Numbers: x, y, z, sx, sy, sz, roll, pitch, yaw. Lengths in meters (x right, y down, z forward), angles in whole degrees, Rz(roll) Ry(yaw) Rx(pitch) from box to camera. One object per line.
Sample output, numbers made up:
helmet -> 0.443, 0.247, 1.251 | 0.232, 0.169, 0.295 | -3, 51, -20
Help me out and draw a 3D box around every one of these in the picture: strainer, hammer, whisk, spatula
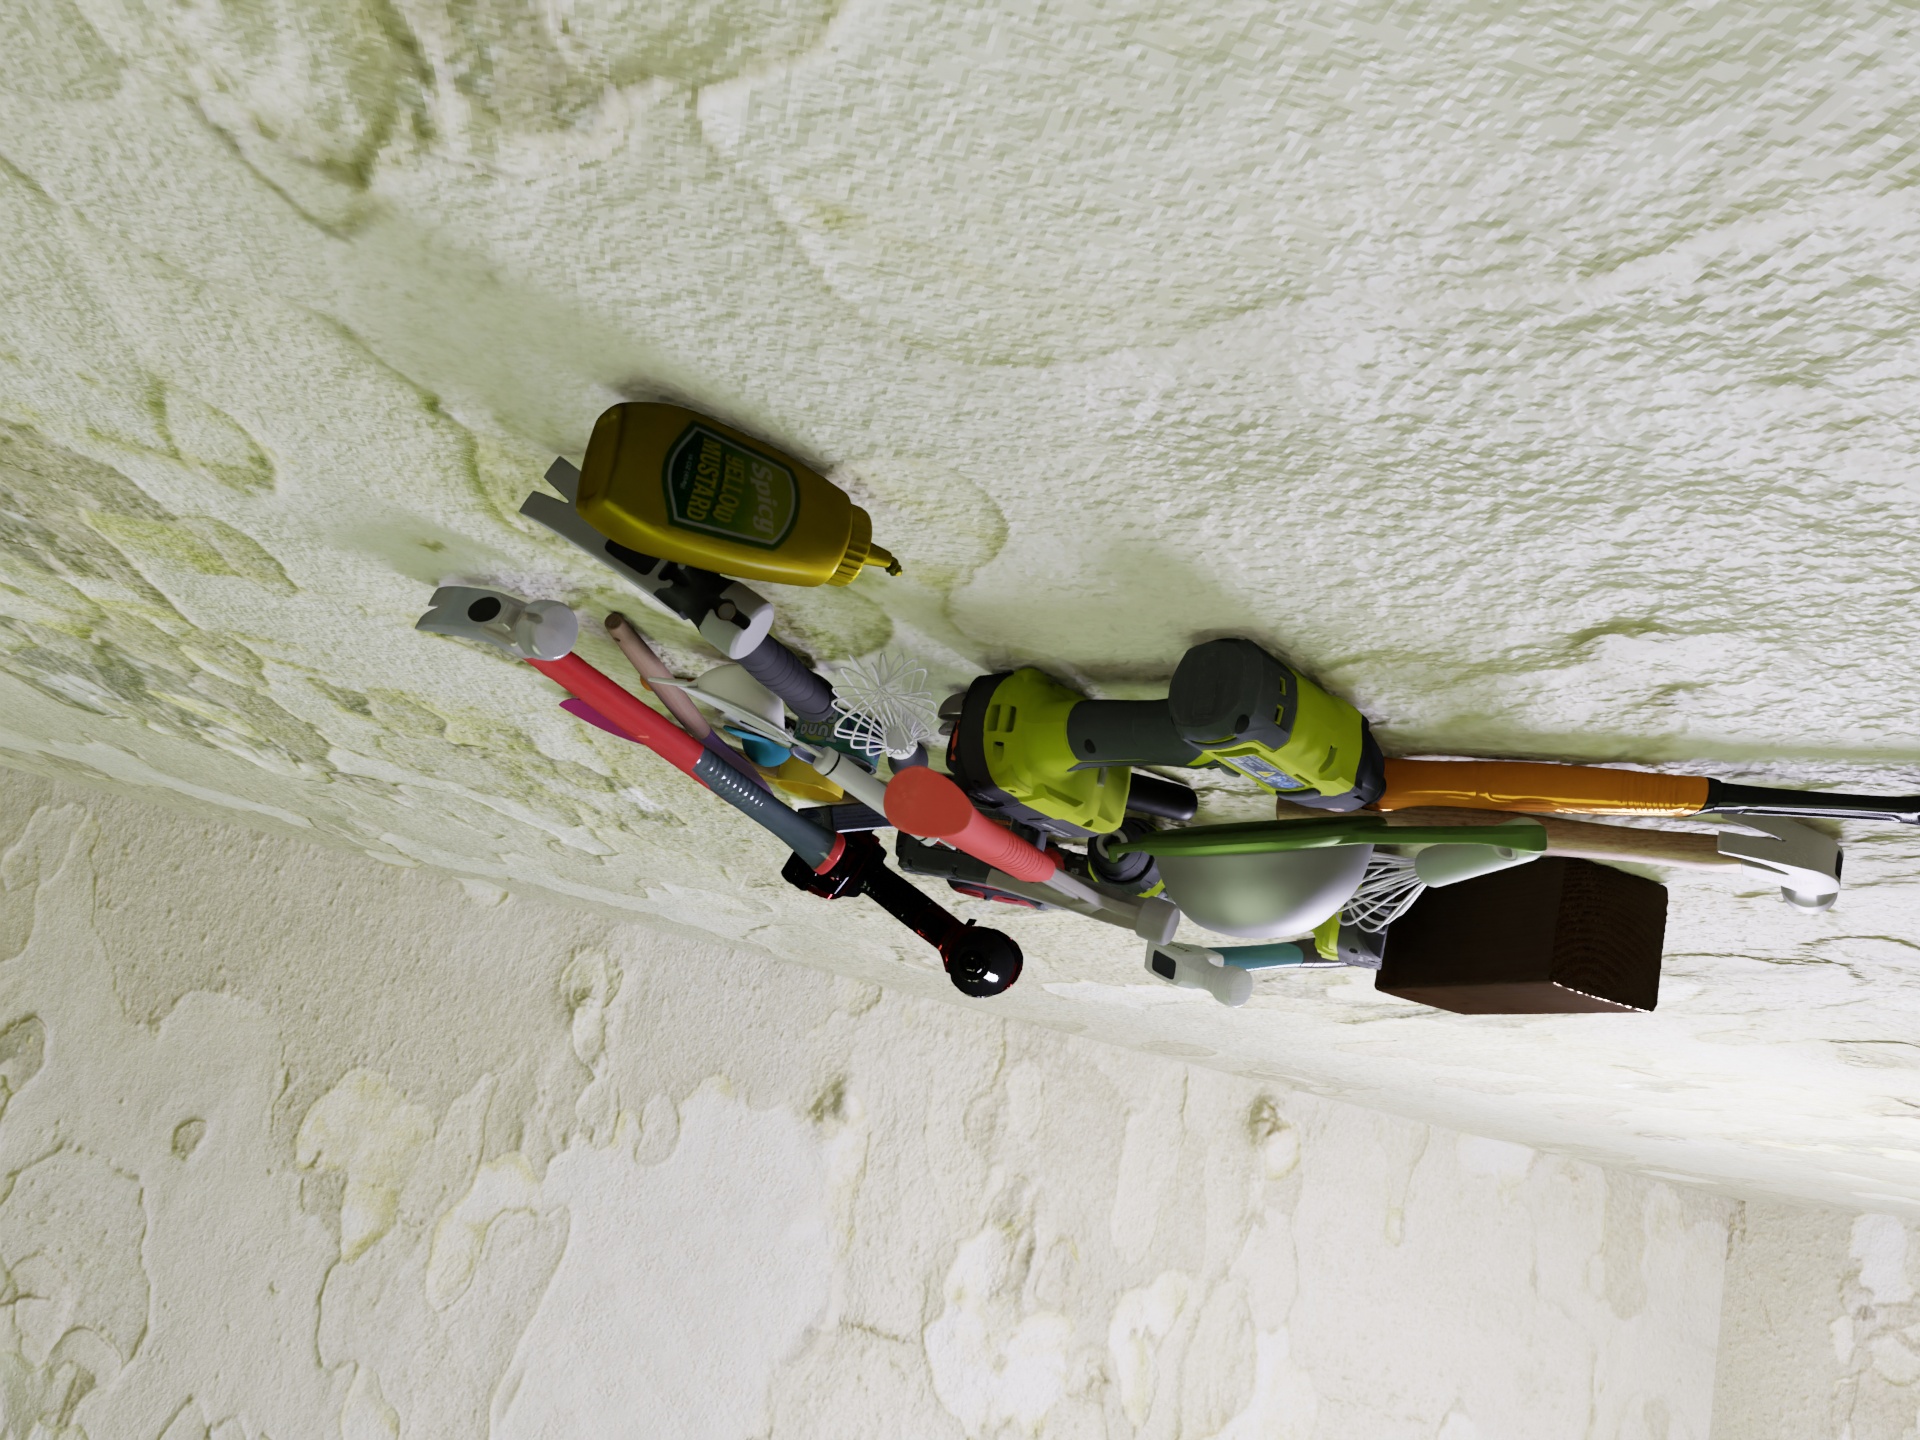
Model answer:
strainer -> -0.099, 0.022, 1.102 | 0.258, 0.050, 0.087 | 36, 169, -25
hammer -> 0.358, 0.070, 0.986 | 0.331, 0.031, 0.130 | 5, 163, 29
hammer -> 0.368, 0.038, 0.856 | 0.337, 0.034, 0.127 | 2, 162, 37
hammer -> 0.028, 0.084, 1.011 | 0.149, 0.037, 0.358 | 17, 172, 25
strainer -> 0.223, 0.094, 0.936 | 0.151, 0.069, 0.256 | -3, 178, -44
whisk -> 0.292, 0.093, 0.993 | 0.059, 0.058, 0.246 | -19, 171, -17
hammer -> -0.216, 0.017, 1.157 | 0.143, 0.038, 0.385 | 10, 158, 39
spatula -> -0.202, -0.003, 1.175 | 0.060, 0.018, 0.315 | 15, 160, 15
hammer -> 0.281, 0.193, 1.307 | 0.330, 0.033, 0.128 | 3, -172, -40
whisk -> -0.044, 0.007, 1.070 | 0.070, 0.070, 0.284 | 12, 170, 4
hammer -> -0.131, -0.052, 0.903 | 0.146, 0.035, 0.334 | 35, 176, 14

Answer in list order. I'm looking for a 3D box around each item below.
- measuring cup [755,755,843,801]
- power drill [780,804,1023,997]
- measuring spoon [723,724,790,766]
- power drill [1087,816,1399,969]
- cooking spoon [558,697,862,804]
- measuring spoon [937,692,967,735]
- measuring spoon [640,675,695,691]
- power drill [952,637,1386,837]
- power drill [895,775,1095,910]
measuring cup -> -0.168, 0.030, 1.303 | 0.156, 0.029, 0.062 | 20, 164, -13
power drill -> -0.045, 0.169, 1.421 | 0.220, 0.078, 0.143 | 34, 179, 12
measuring spoon -> -0.163, 0.021, 1.222 | 0.042, 0.021, 0.128 | 21, 177, 10
power drill -> 0.207, 0.122, 1.198 | 0.228, 0.080, 0.190 | 11, 171, 17
cooking spoon -> -0.187, 0.035, 1.349 | 0.318, 0.017, 0.069 | 22, 160, -26
measuring spoon -> -0.002, -0.003, 1.070 | 0.034, 0.018, 0.124 | 4, 172, -5
measuring spoon -> -0.182, -0.020, 1.156 | 0.117, 0.011, 0.021 | 8, 164, 19
power drill -> 0.121, 0.018, 0.920 | 0.223, 0.080, 0.171 | -6, 156, 43
power drill -> 0.057, 0.118, 1.334 | 0.188, 0.080, 0.226 | 8, 167, 19
